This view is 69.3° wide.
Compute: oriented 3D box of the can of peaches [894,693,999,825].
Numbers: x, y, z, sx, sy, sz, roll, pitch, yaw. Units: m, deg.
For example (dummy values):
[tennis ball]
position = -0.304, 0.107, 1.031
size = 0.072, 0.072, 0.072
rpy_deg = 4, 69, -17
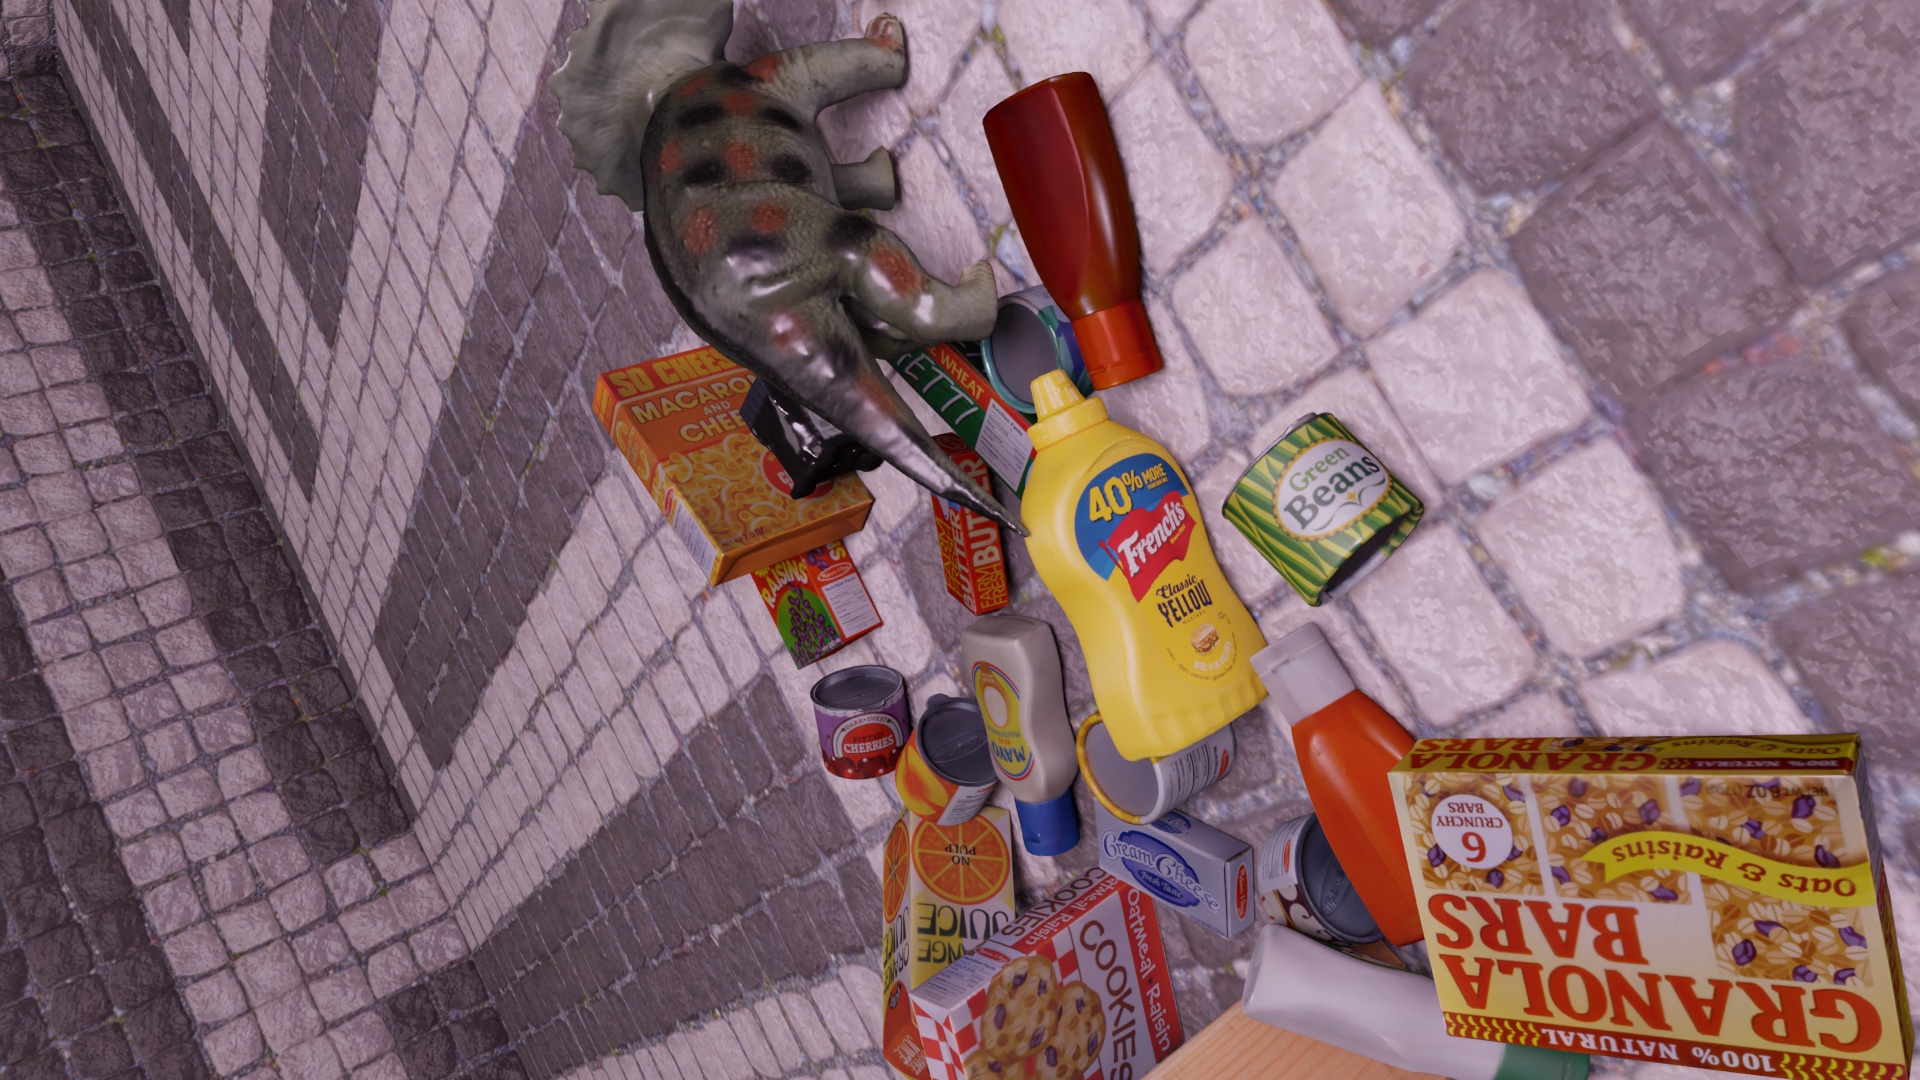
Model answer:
[can of peaches]
position = -0.006, 0.144, 0.916
size = 0.071, 0.071, 0.057
rpy_deg = 51, 143, 22

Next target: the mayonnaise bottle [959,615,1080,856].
[mayonnaise bottle]
position = 0.042, 0.121, 0.859
size = 0.064, 0.041, 0.147
rpy_deg = 3, 110, 51

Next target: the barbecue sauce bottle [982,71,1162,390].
[barbecue sauce bottle]
position = 0.059, -0.149, 0.685
size = 0.064, 0.044, 0.148
rpy_deg = -11, 101, 55

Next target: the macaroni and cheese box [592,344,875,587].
[macaroni and cheese box]
position = -0.157, -0.059, 0.953
size = 0.167, 0.124, 0.040
rpy_deg = 52, 141, 22

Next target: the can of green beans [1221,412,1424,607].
[can of green beans]
position = 0.158, -0.013, 0.608
size = 0.058, 0.071, 0.071
rpy_deg = 50, 142, 22

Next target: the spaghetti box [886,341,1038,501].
[spaghetti box]
position = 0.007, -0.089, 0.801
size = 0.251, 0.029, 0.049
rpy_deg = 48, 141, 26

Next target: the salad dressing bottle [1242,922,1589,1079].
[salad dressing bottle]
position = 0.206, 0.219, 0.635
size = 0.148, 0.044, 0.064
rpy_deg = 17, 157, 8

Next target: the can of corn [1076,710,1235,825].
[can of corn]
position = 0.104, 0.112, 0.757
size = 0.071, 0.058, 0.070
rpy_deg = 29, 130, 42

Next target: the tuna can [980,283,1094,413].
[tuna can]
position = 0.043, -0.100, 0.742
size = 0.071, 0.033, 0.070
rpy_deg = 29, 130, 42

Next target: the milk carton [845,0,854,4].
[milk carton]
position = -0.066, -0.376, 0.699
size = 0.072, 0.074, 0.190
rpy_deg = -1, 108, 53

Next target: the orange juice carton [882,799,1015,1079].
[orange juice carton]
position = -0.008, 0.272, 0.901
size = 0.071, 0.073, 0.193
rpy_deg = 117, 157, -48

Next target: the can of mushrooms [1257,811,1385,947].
[can of mushrooms]
position = 0.182, 0.167, 0.678
size = 0.071, 0.071, 0.033
rpy_deg = 62, 145, 8

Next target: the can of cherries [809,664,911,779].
[can of cherries]
position = -0.070, 0.130, 0.990
size = 0.071, 0.072, 0.058
rpy_deg = 18, 123, 48

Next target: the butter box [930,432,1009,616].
[butter box]
position = 0.003, -0.011, 0.842
size = 0.053, 0.024, 0.103
rpy_deg = -147, 44, -65

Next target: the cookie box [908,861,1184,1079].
[cookie box]
position = 0.055, 0.282, 0.821
size = 0.040, 0.168, 0.122
rpy_deg = 3, 110, 49

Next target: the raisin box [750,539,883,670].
[raisin box]
position = -0.115, 0.024, 1.018
size = 0.085, 0.040, 0.123
rpy_deg = -34, 82, 56

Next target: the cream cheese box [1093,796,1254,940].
[cream cheese box]
position = 0.122, 0.183, 0.803
size = 0.104, 0.024, 0.053
rpy_deg = 20, 123, 47

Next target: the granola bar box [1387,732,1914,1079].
[granola bar box]
position = 0.264, 0.140, 0.542
size = 0.165, 0.039, 0.124
rpy_deg = -8, 101, 40

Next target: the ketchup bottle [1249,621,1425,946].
[ketchup bottle]
position = 0.190, 0.110, 0.650
size = 0.064, 0.043, 0.149
rpy_deg = -37, 76, 30
